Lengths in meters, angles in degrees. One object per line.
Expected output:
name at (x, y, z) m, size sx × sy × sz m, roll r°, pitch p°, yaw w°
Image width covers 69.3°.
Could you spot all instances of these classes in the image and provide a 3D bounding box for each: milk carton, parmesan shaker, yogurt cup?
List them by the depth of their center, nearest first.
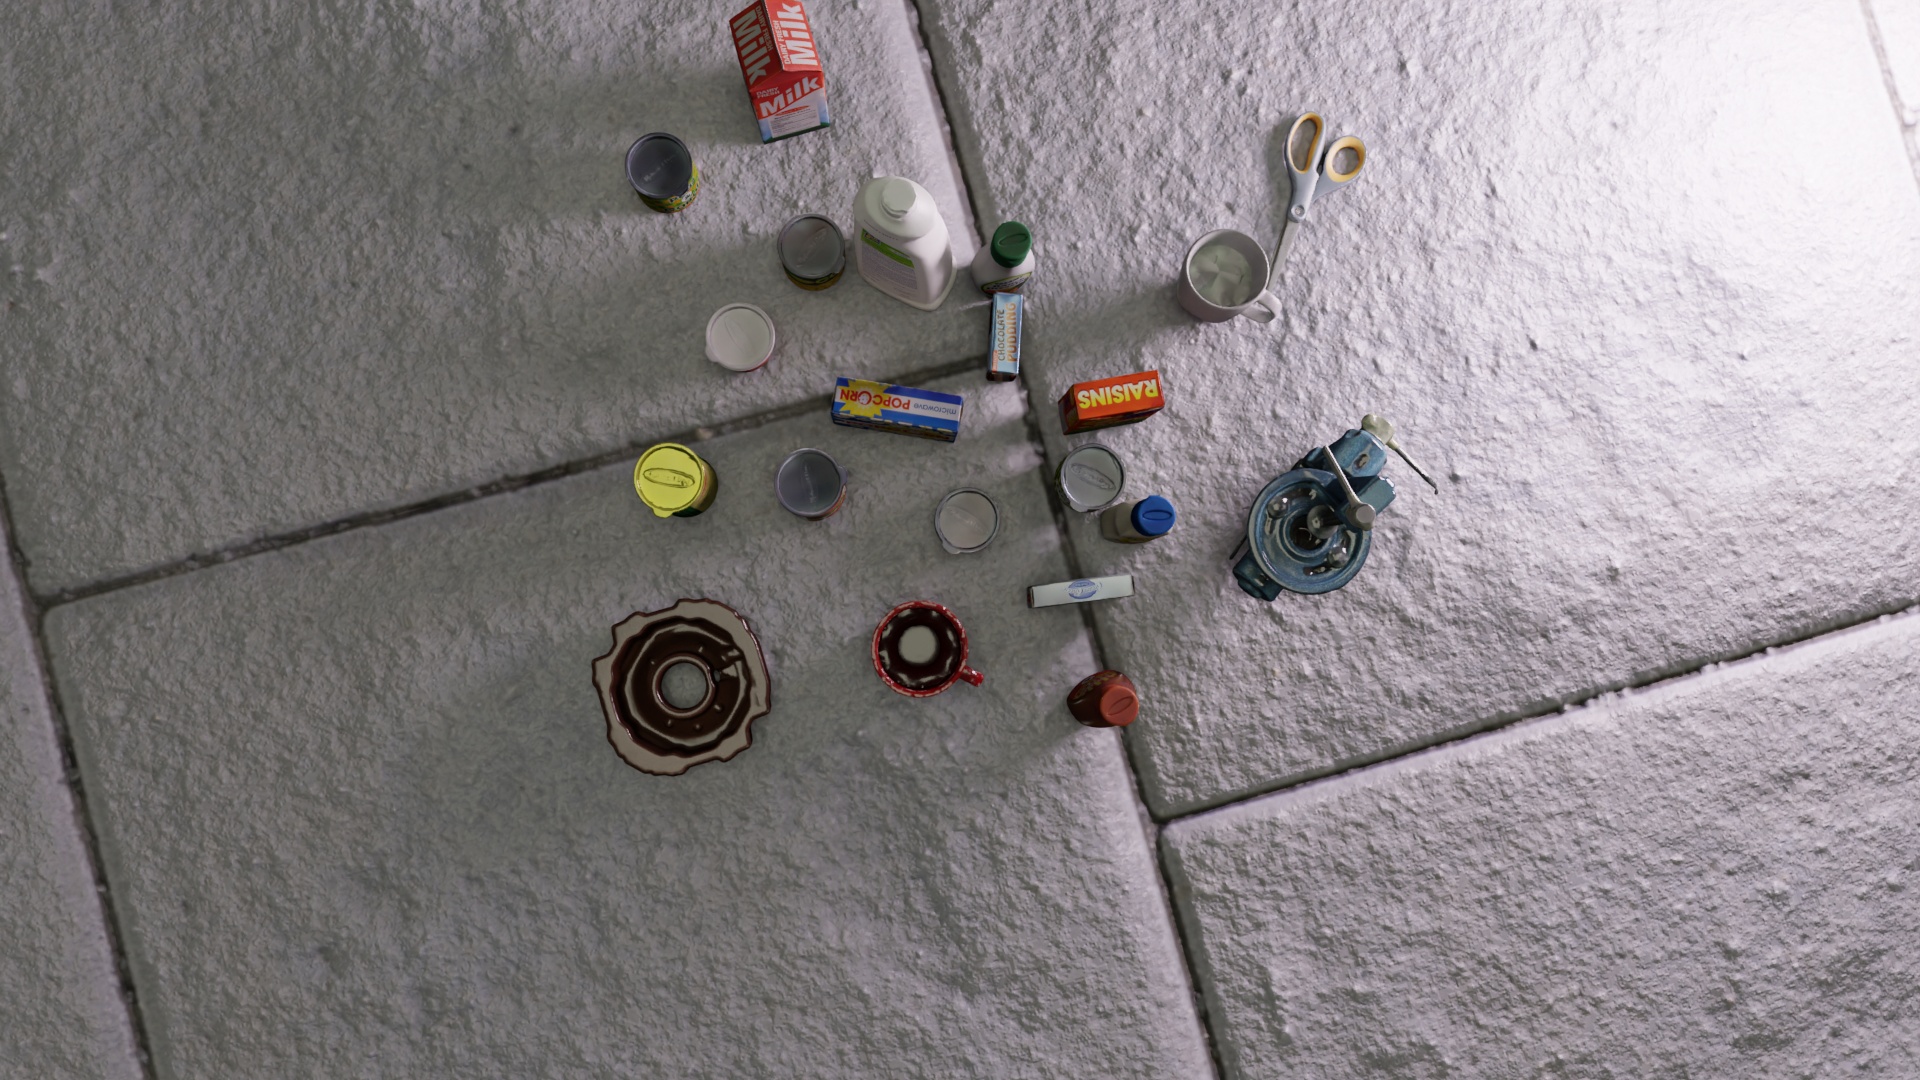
milk carton at (-0.173, -0.453, 1.334) m, size 0.073 × 0.190 × 0.072 m, roll -17°, pitch 88°, yaw -3°
parmesan shaker at (-0.276, -0.054, 1.351) m, size 0.071 × 0.103 × 0.071 m, roll 0°, pitch 87°, yaw -3°
yogurt cup at (-0.217, -0.199, 1.386) m, size 0.072 × 0.054 × 0.072 m, roll 0°, pitch 87°, yaw -3°

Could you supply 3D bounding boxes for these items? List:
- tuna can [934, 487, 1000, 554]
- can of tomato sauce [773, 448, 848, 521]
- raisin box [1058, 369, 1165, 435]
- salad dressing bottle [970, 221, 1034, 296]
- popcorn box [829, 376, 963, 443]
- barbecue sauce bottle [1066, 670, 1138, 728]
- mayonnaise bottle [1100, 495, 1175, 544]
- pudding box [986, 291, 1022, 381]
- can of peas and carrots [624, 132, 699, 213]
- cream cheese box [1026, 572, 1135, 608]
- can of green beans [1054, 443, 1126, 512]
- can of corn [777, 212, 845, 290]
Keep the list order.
tuna can at (0.005, -0.018, 1.399) m, size 0.071 × 0.033 × 0.071 m, roll 0°, pitch 87°, yaw -3°
can of tomato sauce at (-0.145, -0.054, 1.368) m, size 0.071 × 0.083 × 0.071 m, roll 0°, pitch 87°, yaw -3°
raisin box at (0.146, -0.134, 1.367) m, size 0.086 × 0.123 × 0.040 m, roll -9°, pitch 88°, yaw -3°
salad dressing bottle at (0.044, -0.275, 1.357) m, size 0.064 × 0.147 × 0.044 m, roll -15°, pitch 88°, yaw -3°
popcorn box at (-0.062, -0.128, 1.375) m, size 0.127 × 0.085 × 0.038 m, roll 9°, pitch 87°, yaw -2°
barbecue sauce bottle at (0.142, 0.155, 1.338) m, size 0.065 × 0.148 × 0.043 m, roll -32°, pitch 89°, yaw -4°
mayonnaise bottle at (0.176, -0.020, 1.350) m, size 0.065 × 0.148 × 0.041 m, roll -1°, pitch 88°, yaw -3°
pudding box at (0.044, -0.205, 1.403) m, size 0.030 × 0.049 × 0.083 m, roll 4°, pitch 87°, yaw -3°
can of peas and carrots at (-0.295, -0.365, 1.389) m, size 0.071 × 0.058 × 0.071 m, roll 0°, pitch 87°, yaw -3°
cream cheese box at (0.119, 0.050, 1.391) m, size 0.104 × 0.053 × 0.024 m, roll -7°, pitch 88°, yaw -3°
can of green beans at (0.130, -0.062, 1.395) m, size 0.071 × 0.058 × 0.071 m, roll 0°, pitch 87°, yaw -3°
can of corn at (-0.146, -0.287, 1.393) m, size 0.071 × 0.058 × 0.071 m, roll 0°, pitch 87°, yaw -3°
